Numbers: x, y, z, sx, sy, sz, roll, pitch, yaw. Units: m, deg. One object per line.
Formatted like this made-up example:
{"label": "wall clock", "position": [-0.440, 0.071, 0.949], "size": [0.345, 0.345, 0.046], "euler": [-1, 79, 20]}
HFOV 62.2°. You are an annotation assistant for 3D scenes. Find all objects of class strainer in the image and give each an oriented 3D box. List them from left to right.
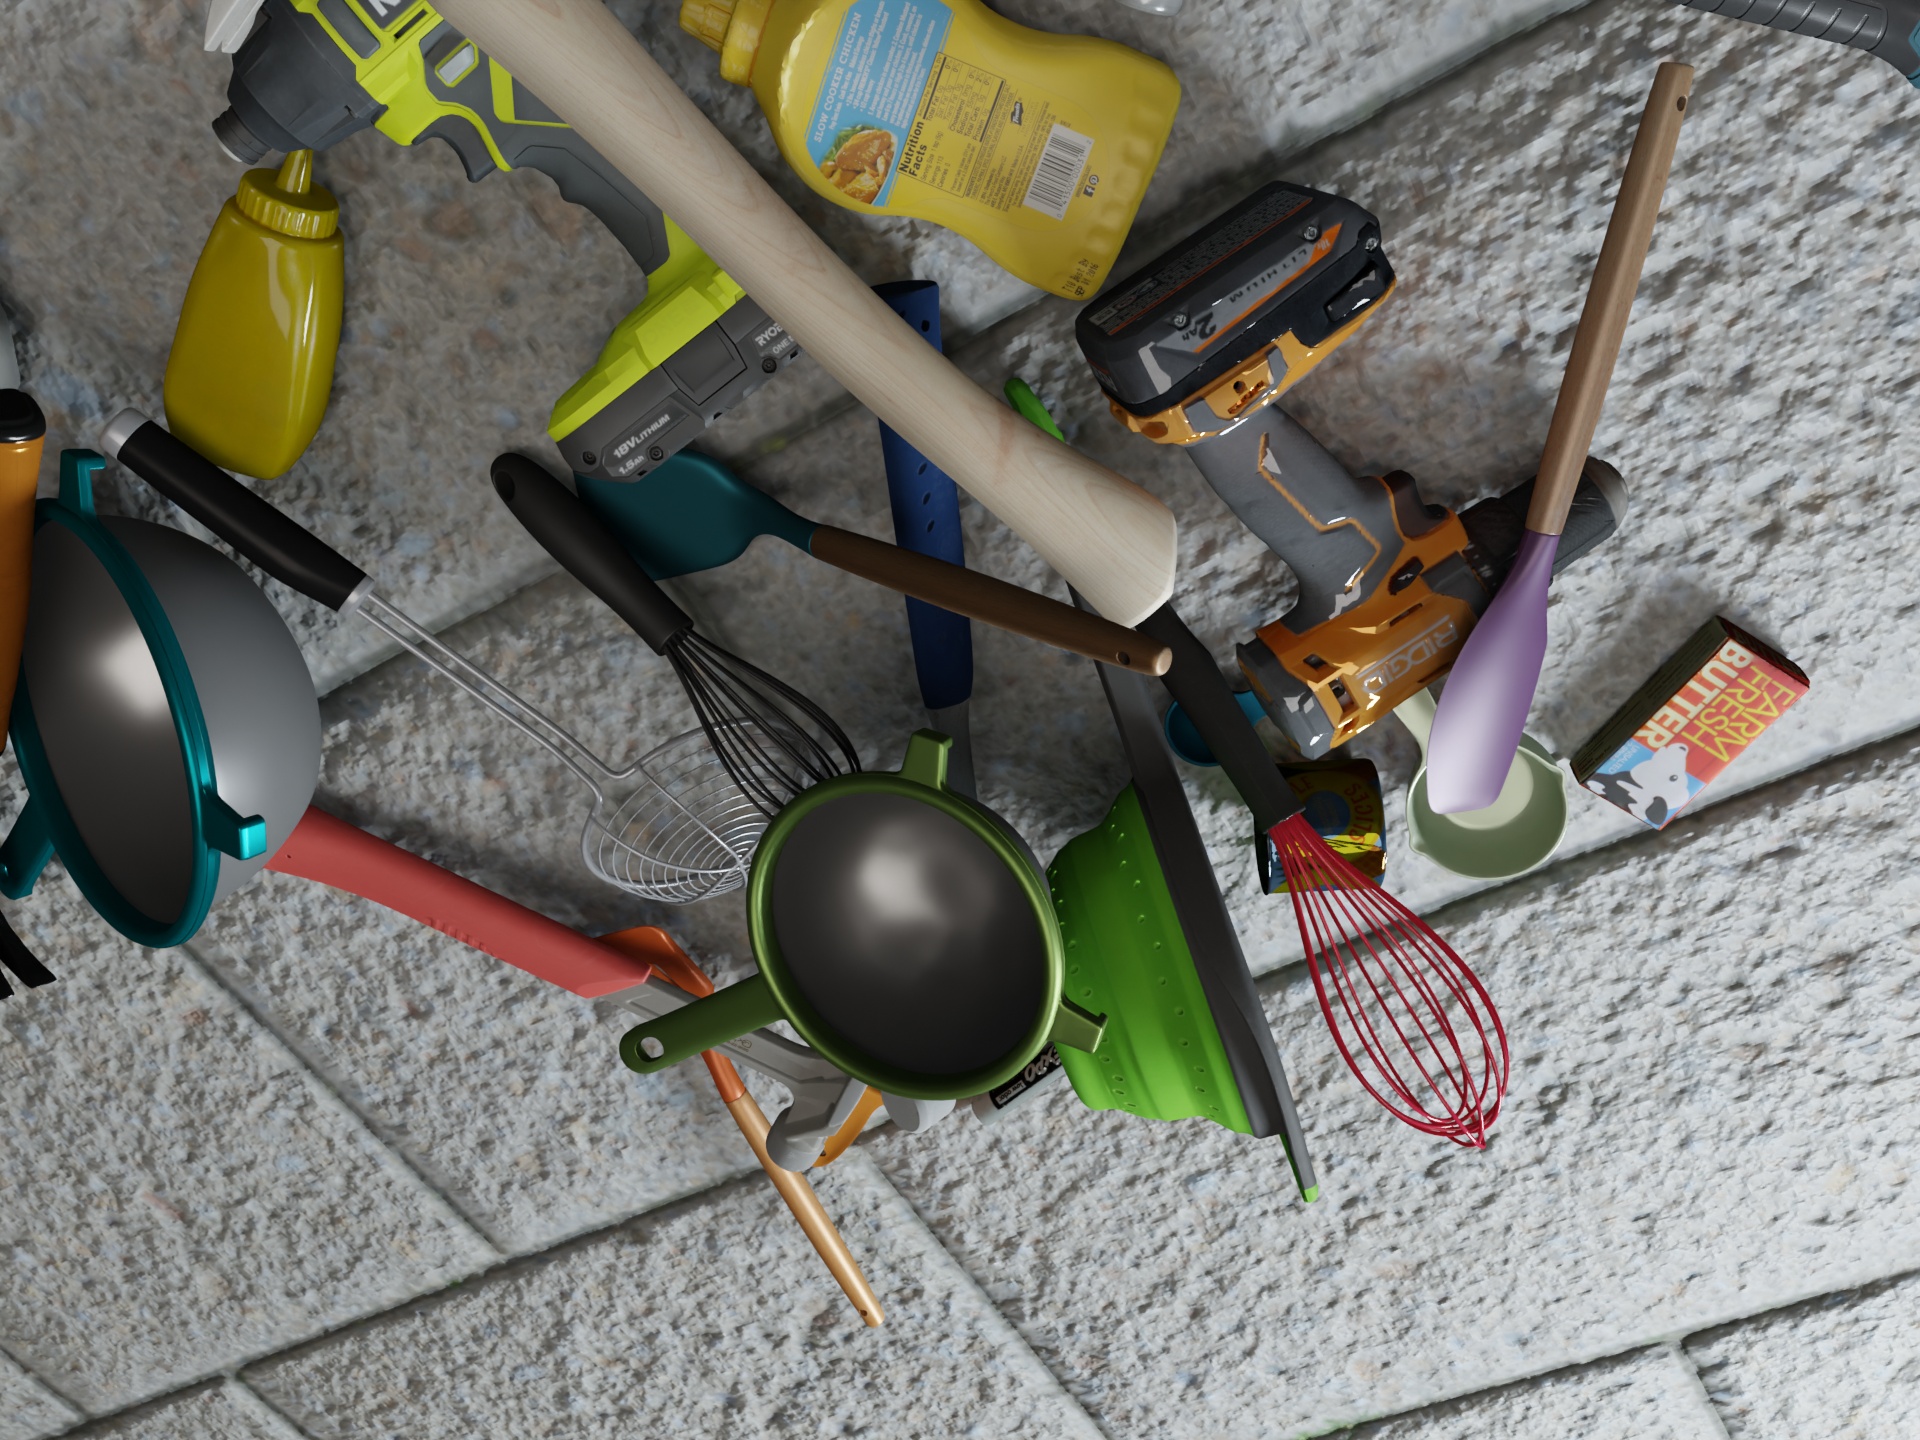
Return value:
{"label": "strainer", "position": [-0.407, 0.018, 0.799], "size": [0.340, 0.095, 0.211], "euler": [-32, 82, 44]}
{"label": "strainer", "position": [-0.054, 0.106, 0.728], "size": [0.256, 0.069, 0.151], "euler": [-27, 94, 32]}

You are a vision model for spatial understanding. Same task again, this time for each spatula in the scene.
{"label": "spatula", "position": [-0.125, 0.244, 0.935], "size": [0.081, 0.041, 0.322], "euler": [-19, 111, 24]}
{"label": "spatula", "position": [-0.048, -0.064, 0.678], "size": [0.318, 0.044, 0.082], "euler": [22, 134, 37]}
{"label": "spatula", "position": [0.246, -0.103, 0.658], "size": [0.059, 0.018, 0.315], "euler": [-3, 114, -30]}

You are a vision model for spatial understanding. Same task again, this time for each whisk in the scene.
{"label": "whisk", "position": [-0.133, -0.037, 0.735], "size": [0.239, 0.055, 0.055], "euler": [45, 117, 5]}
{"label": "whisk", "position": [0.159, 0.063, 0.732], "size": [0.073, 0.073, 0.296], "euler": [-36, 77, 22]}

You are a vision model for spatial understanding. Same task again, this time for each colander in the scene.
{"label": "colander", "position": [0.058, 0.044, 0.740], "size": [0.094, 0.204, 0.397], "euler": [-19, 100, 5]}

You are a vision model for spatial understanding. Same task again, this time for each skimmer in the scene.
{"label": "skimmer", "position": [-0.226, -0.032, 0.760], "size": [0.363, 0.090, 0.127], "euler": [38, 111, -17]}

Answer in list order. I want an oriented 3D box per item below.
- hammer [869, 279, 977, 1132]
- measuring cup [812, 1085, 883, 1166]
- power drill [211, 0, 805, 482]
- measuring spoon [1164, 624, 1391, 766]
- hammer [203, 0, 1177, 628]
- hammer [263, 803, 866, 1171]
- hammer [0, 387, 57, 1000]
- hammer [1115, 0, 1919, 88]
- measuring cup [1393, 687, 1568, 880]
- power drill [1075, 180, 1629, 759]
{"label": "hammer", "position": [-0.001, -0.002, 0.762], "size": [0.035, 0.144, 0.405], "euler": [16, 123, 42]}
{"label": "measuring cup", "position": [-0.047, 0.193, 0.909], "size": [0.095, 0.052, 0.173], "euler": [26, 128, -11]}
{"label": "power drill", "position": [-0.170, -0.214, 0.639], "size": [0.171, 0.080, 0.223], "euler": [-35, 111, 12]}
{"label": "measuring spoon", "position": [0.159, -0.019, 0.777], "size": [0.128, 0.021, 0.042], "euler": [-28, 104, 19]}
{"label": "hammer", "position": [-0.077, -0.170, 0.603], "size": [0.410, 0.038, 0.146], "euler": [41, 103, -17]}
{"label": "hammer", "position": [-0.213, 0.118, 0.845], "size": [0.359, 0.037, 0.149], "euler": [26, 125, -2]}
{"label": "hammer", "position": [-0.455, -0.009, 0.744], "size": [0.127, 0.034, 0.336], "euler": [48, 130, 21]}
{"label": "hammer", "position": [0.231, -0.296, 0.595], "size": [0.331, 0.033, 0.128], "euler": [12, 123, -4]}
{"label": "measuring cup", "position": [0.234, 0.002, 0.785], "size": [0.083, 0.038, 0.167], "euler": [-33, 98, 25]}
{"label": "power drill", "position": [0.174, -0.114, 0.678], "size": [0.185, 0.084, 0.226], "euler": [-33, 116, 4]}
